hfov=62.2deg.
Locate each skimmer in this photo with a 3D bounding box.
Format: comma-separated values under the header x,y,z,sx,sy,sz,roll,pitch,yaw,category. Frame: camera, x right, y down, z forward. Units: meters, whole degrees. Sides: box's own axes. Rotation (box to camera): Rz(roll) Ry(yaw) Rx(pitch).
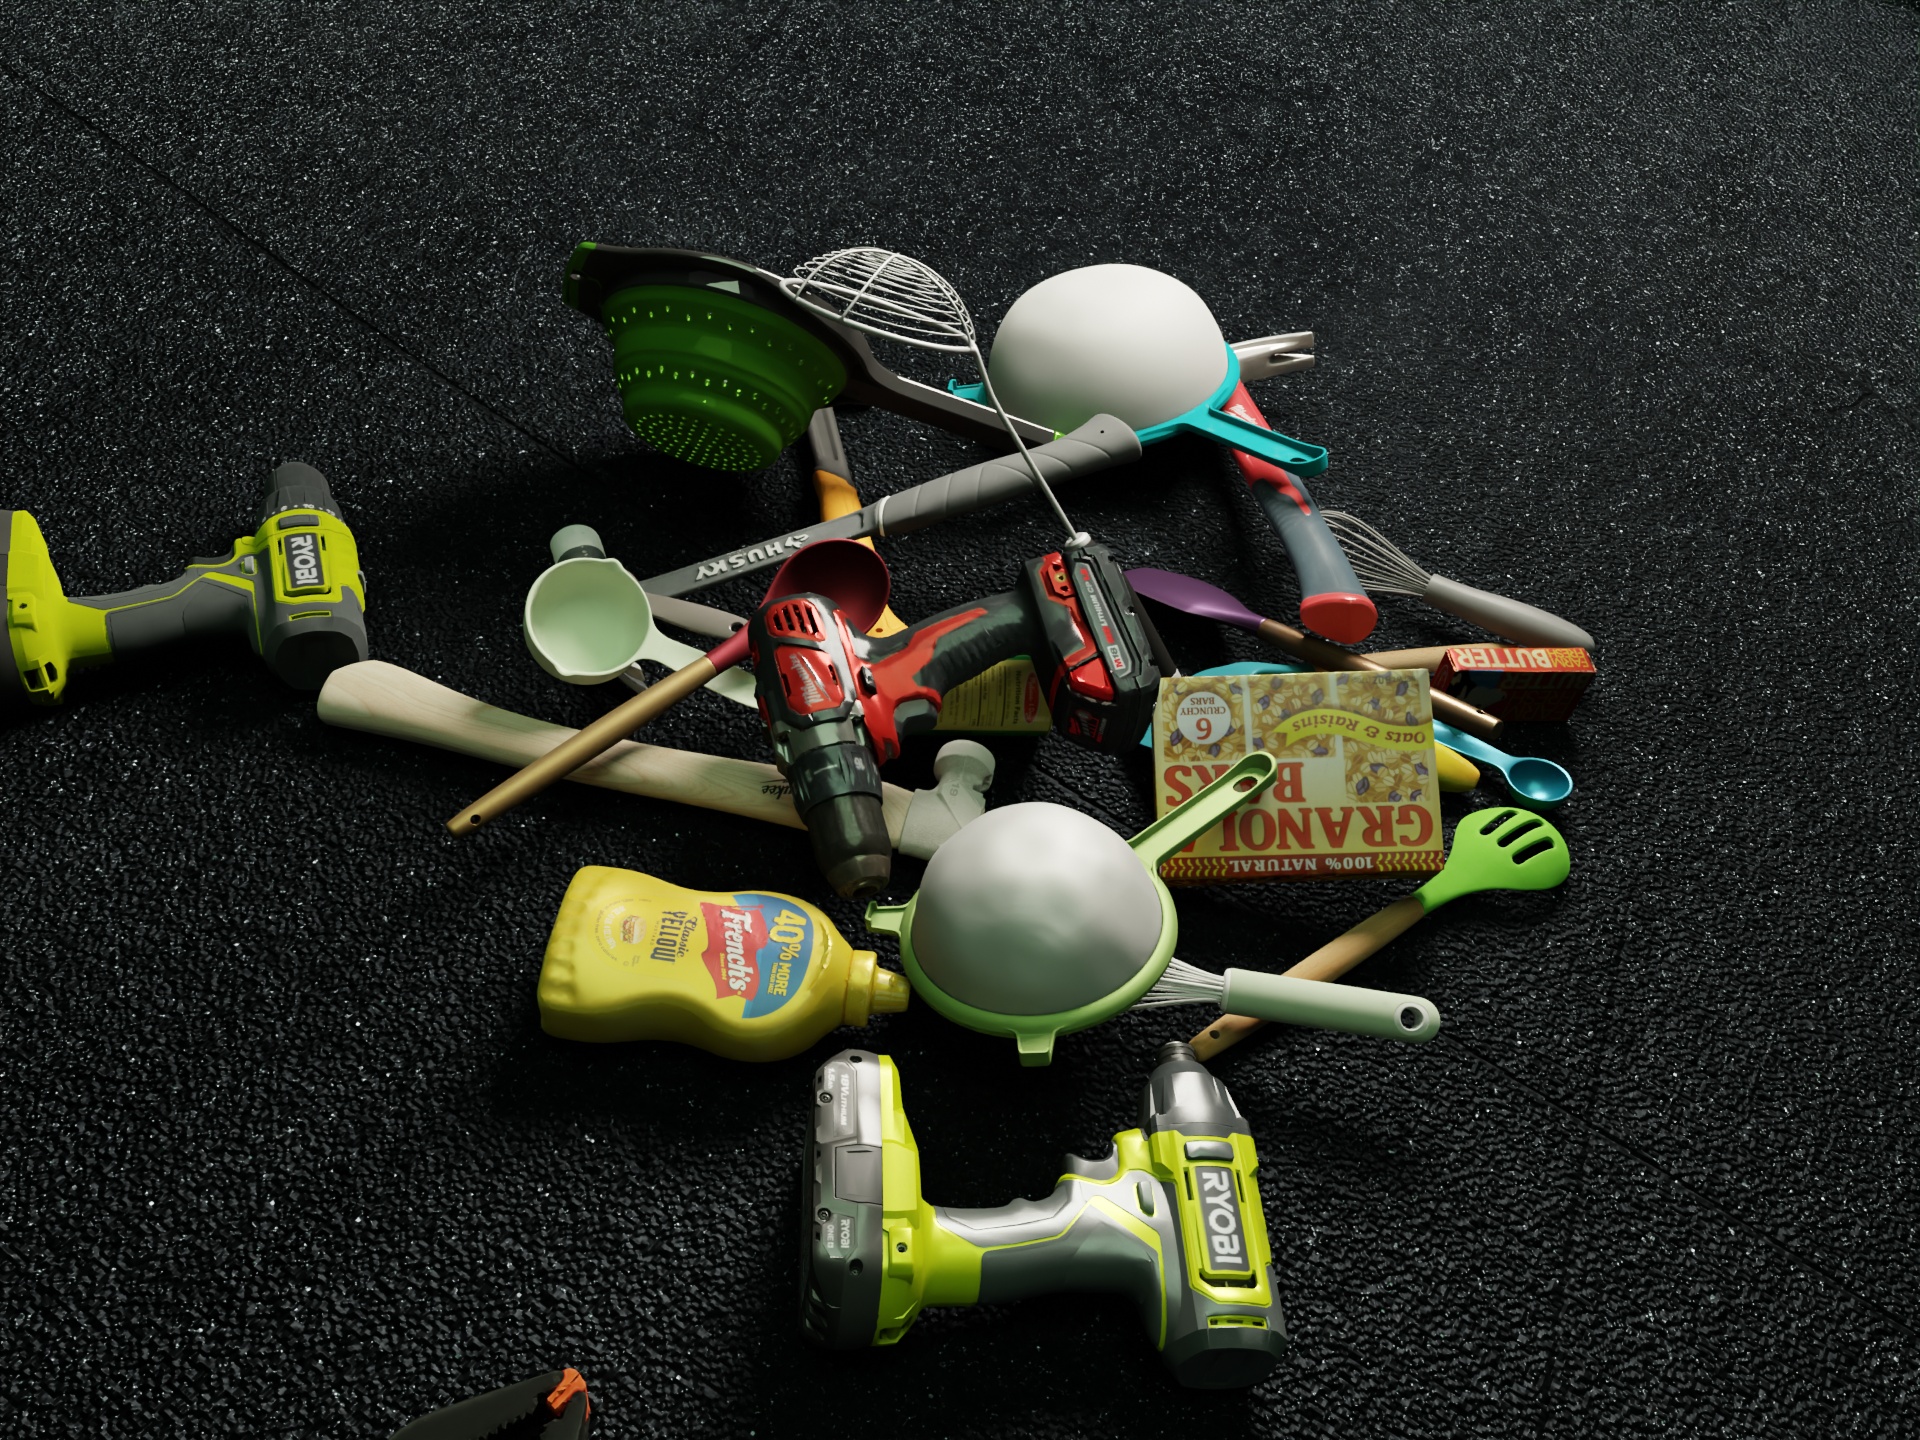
x,y,z,sx,sy,sz,roll,pitch,yaw,category
0.020,-0.152,1.036,0.090,0.363,0.127,-30,16,13,skimmer

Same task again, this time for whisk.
x,y,z,sx,sy,sz,roll,pitch,yaw,category
0.341,-0.098,1.151,0.239,0.055,0.055,25,48,19,whisk
0.138,0.147,0.873,0.246,0.059,0.058,8,78,6,whisk

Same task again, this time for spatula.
x,y,z,sx,sy,sz,roll,pitch,yaw,category
0.256,-0.024,1.081,0.317,0.044,0.082,-7,14,-24,spatula
0.224,-0.053,1.061,0.059,0.018,0.316,-15,31,-36,spatula

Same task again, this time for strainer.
x,y,z,sx,sy,sz,roll,pitch,yaw,category
0.079,0.066,0.864,0.256,0.069,0.152,-31,42,-24,strainer
0.147,-0.274,1.206,0.211,0.095,0.341,-31,40,-21,strainer

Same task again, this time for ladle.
x,y,z,sx,sy,sz,roll,pitch,yaw,category
-0.172,-0.018,0.963,0.315,0.069,0.031,-35,16,-26,ladle

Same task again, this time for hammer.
x,y,z,sx,sy,sz,roll,pitch,yaw,category
-0.097,-0.159,1.165,0.127,0.034,0.337,-5,47,-14,hammer
0.245,-0.183,1.173,0.143,0.038,0.387,-13,38,1,hammer
-0.192,0.036,0.960,0.410,0.038,0.146,12,47,4,hammer
-0.068,-0.131,1.088,0.409,0.036,0.149,-19,53,-9,hammer

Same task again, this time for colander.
x,y,z,sx,sy,sz,roll,pitch,yaw,category
-0.095,-0.213,1.128,0.397,0.204,0.094,16,78,-16,colander

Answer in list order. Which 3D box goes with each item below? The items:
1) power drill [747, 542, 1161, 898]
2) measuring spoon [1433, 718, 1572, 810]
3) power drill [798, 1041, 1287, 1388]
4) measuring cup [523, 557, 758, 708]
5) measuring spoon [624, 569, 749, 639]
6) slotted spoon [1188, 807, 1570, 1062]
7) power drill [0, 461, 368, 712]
x,y,z,sx,sy,sz,roll,pitch,yaw,category
-0.001,-0.003,0.932,0.226,0.080,0.188,-12,63,-10,power drill
0.344,0.027,1.063,0.129,0.021,0.042,29,48,32,measuring spoon
0.036,0.230,0.777,0.223,0.080,0.171,5,45,-9,power drill
-0.193,-0.040,0.996,0.167,0.038,0.083,25,67,-15,measuring cup
-0.186,-0.075,1.023,0.124,0.018,0.034,17,56,16,measuring spoon
0.254,0.123,0.945,0.314,0.031,0.070,-26,52,-27,slotted spoon
-0.502,-0.091,1.013,0.228,0.080,0.191,-9,48,-20,power drill
